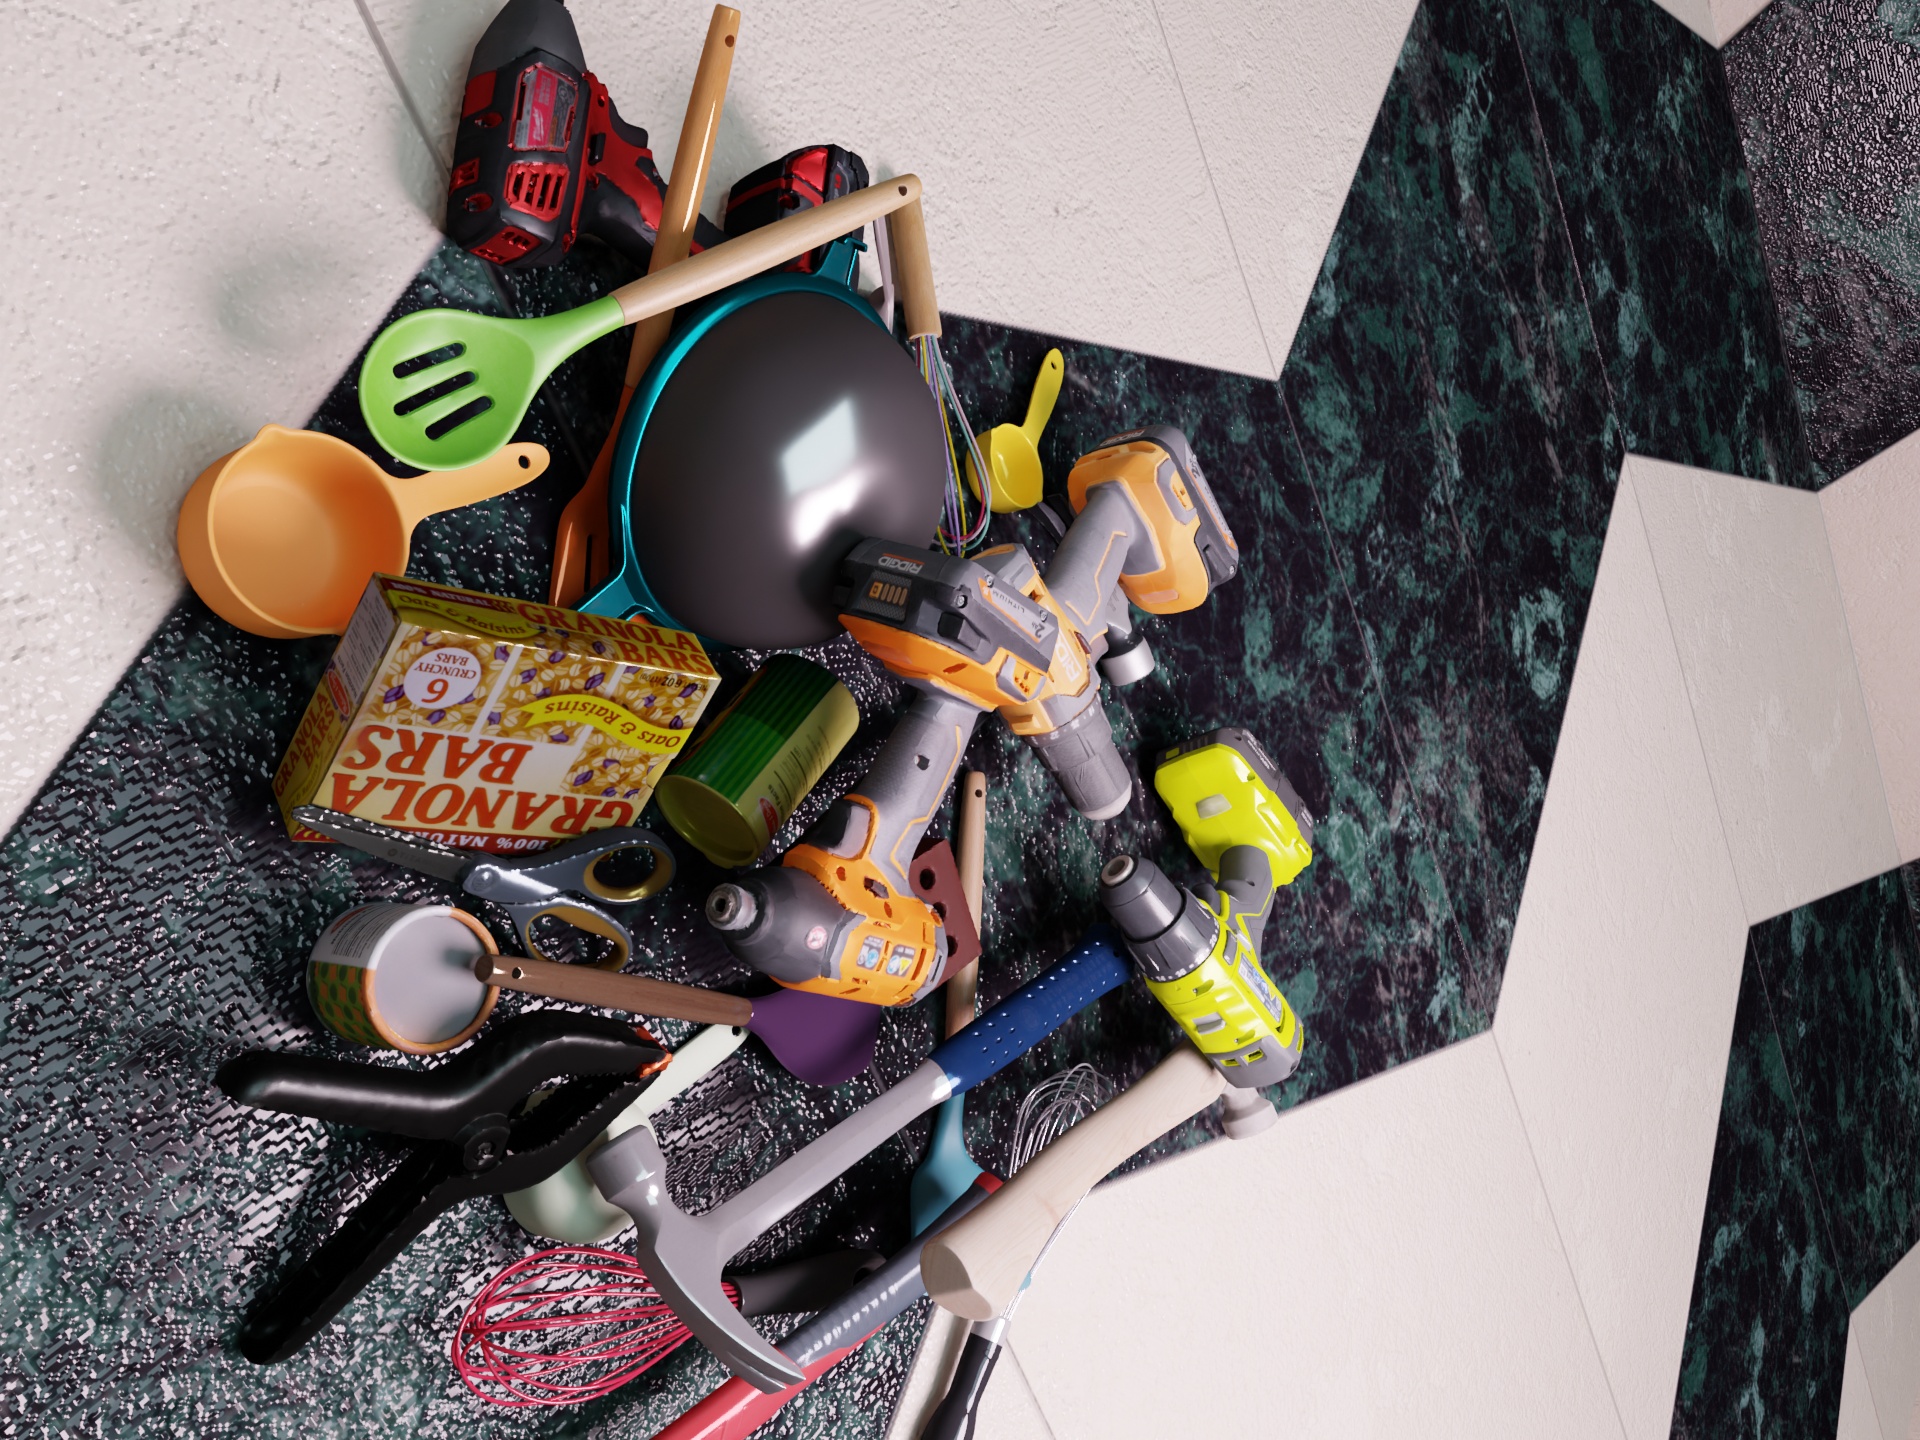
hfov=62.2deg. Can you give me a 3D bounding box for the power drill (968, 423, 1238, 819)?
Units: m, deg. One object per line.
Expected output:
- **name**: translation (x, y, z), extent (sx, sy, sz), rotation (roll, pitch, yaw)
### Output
- **power drill**: translation (0.094, -0.064, 1.019), extent (0.226, 0.084, 0.185), rotation (-48, 118, -38)

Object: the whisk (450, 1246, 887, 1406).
- **whisk**: translation (-0.135, 0.302, 0.826), extent (0.295, 0.073, 0.073), rotation (15, 76, -51)

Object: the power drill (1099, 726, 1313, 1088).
- **power drill**: translation (0.171, 0.110, 1.090), extent (0.190, 0.080, 0.229), rotation (51, 34, -23)

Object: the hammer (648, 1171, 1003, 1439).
- **hammer**: translation (-0.101, 0.354, 0.822), extent (0.386, 0.038, 0.143), rotation (-23, 129, -43)

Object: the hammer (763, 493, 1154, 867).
- **hammer**: translation (-0.002, -0.003, 0.978), extent (0.409, 0.036, 0.149), rotation (-44, 115, -45)

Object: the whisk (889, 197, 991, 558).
- **whisk**: translation (-0.019, -0.220, 1.000), extent (0.047, 0.051, 0.245), rotation (-8, 90, -40)

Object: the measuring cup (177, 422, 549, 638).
- **measuring cup**: translation (-0.268, -0.095, 0.724), extent (0.173, 0.052, 0.095), rotation (-32, 109, -45)

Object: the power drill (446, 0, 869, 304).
- **power drill**: translation (-0.158, -0.285, 0.840), extent (0.219, 0.078, 0.143), rotation (13, 77, -42)

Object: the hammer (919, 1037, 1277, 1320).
- **hammer**: translation (0.088, 0.242, 0.966), extent (0.410, 0.038, 0.146), rotation (-12, 78, -60)

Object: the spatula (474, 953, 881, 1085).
- **spatula**: translation (-0.130, 0.151, 0.828), extent (0.315, 0.018, 0.060), rotation (28, 68, -55)

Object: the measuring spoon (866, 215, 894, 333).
- **measuring spoon**: translation (-0.052, -0.270, 0.941), extent (0.124, 0.018, 0.034), rotation (86, 8, -67)

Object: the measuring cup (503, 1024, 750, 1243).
- **measuring cup**: translation (-0.157, 0.201, 0.819), extent (0.167, 0.038, 0.083), rotation (-36, 112, -40)

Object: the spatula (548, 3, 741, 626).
- **spatula**: translation (-0.150, -0.187, 0.797), extent (0.081, 0.041, 0.322), rotation (-4, 120, -46)

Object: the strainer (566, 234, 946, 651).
- **strainer**: translation (-0.115, -0.080, 0.810), extent (0.340, 0.095, 0.210), rotation (-45, 142, -26)

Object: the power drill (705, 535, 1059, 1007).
- **power drill**: translation (-0.042, 0.029, 0.801), extent (0.164, 0.084, 0.226), rotation (26, 83, -56)

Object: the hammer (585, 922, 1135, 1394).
- **hammer**: translation (-0.018, 0.212, 0.894), extent (0.405, 0.035, 0.144), rotation (-24, 79, -49)

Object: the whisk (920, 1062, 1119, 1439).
- **whisk**: translation (0.031, 0.348, 0.996), extent (0.070, 0.070, 0.285), rotation (42, 63, -36)

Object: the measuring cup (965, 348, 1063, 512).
- **measuring cup**: translation (0.040, -0.200, 1.078), extent (0.062, 0.029, 0.157), rotation (50, 42, -31)

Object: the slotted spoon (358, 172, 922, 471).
- **slotted spoon**: translation (-0.142, -0.203, 0.759), extent (0.314, 0.031, 0.070), rotation (-32, 112, -26)

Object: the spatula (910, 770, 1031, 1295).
- **spatula**: translation (0.007, 0.188, 0.988), extent (0.082, 0.044, 0.318), rotation (9, 78, -29)
